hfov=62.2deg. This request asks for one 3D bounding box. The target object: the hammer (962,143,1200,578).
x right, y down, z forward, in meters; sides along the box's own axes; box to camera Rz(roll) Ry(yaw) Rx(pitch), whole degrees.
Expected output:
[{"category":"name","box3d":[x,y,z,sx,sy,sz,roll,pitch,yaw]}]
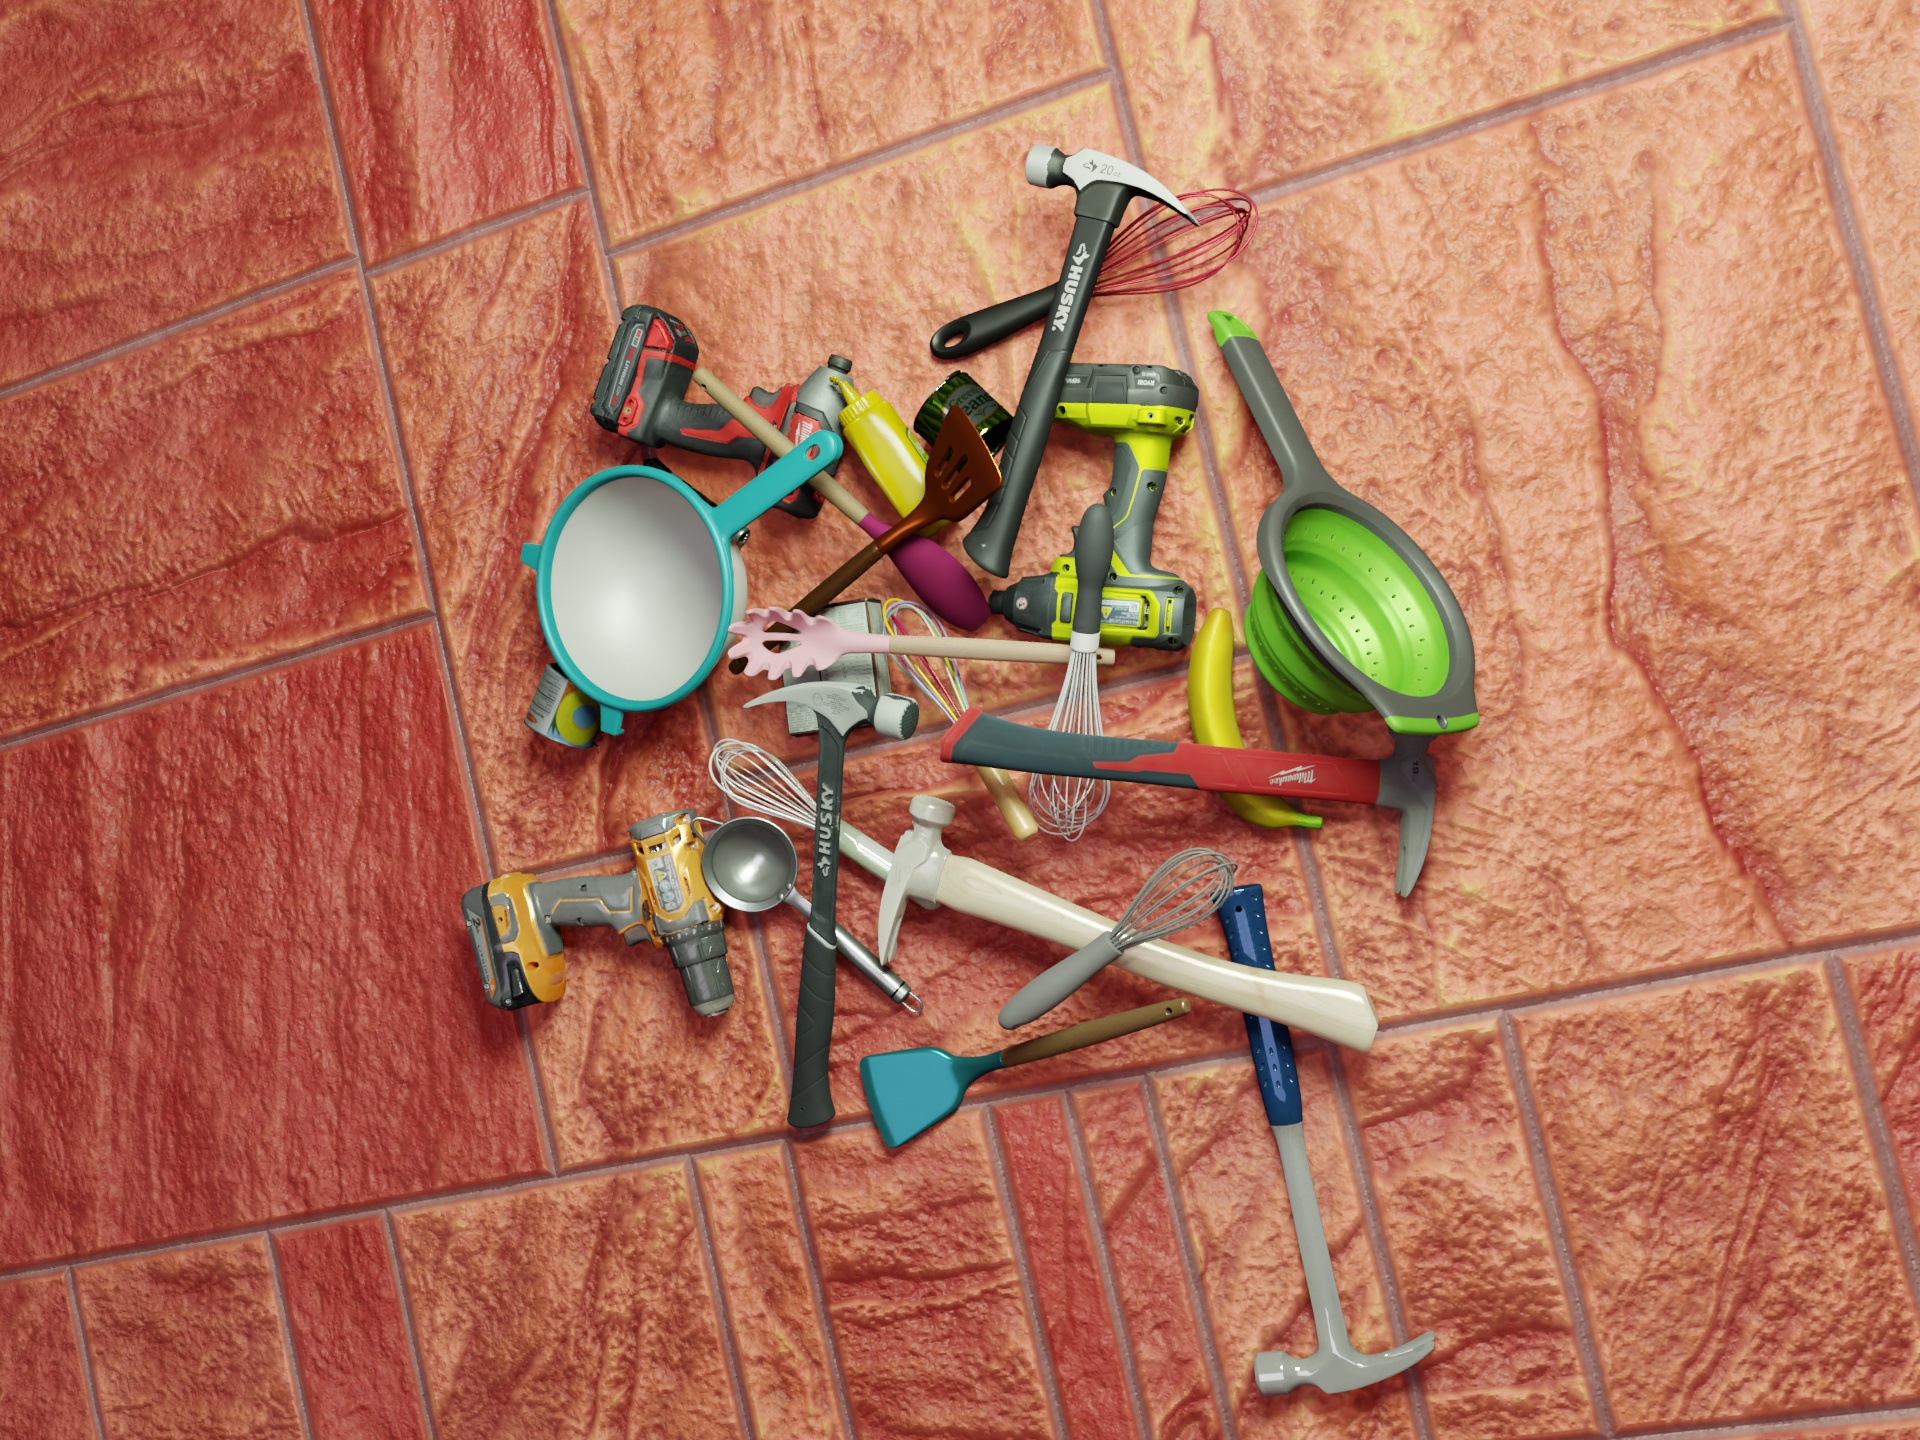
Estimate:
[{"category":"hammer","box3d":[0.075,-0.275,1.248,0.146,0.035,0.335,21,98,25]}]

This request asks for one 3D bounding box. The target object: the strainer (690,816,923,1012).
[{"category":"strainer","box3d":[-0.132,0.168,1.391,0.258,0.050,0.087,41,102,5]}]

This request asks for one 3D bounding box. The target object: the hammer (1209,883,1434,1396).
[{"category":"hammer","box3d":[0.270,0.333,1.276,0.144,0.035,0.405,-13,87,17]}]

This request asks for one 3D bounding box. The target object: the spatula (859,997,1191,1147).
[{"category":"spatula","box3d":[0.052,0.277,1.312,0.317,0.044,0.082,-25,79,34]}]

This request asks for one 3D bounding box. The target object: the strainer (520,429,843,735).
[{"category":"strainer","box3d":[-0.214,-0.146,1.369,0.340,0.095,0.211,-32,80,25]}]

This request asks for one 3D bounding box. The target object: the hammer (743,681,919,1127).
[{"category":"hammer","box3d":[-0.121,0.162,1.342,0.149,0.036,0.408,13,109,23]}]

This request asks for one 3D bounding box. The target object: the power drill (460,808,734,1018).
[{"category":"power drill","box3d":[-0.316,0.197,1.430,0.226,0.084,0.185,-18,86,11]}]

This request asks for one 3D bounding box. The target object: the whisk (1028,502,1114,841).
[{"category":"whisk","box3d":[0.097,-0.034,1.269,0.070,0.070,0.284,11,113,16]}]

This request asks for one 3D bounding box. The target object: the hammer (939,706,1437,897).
[{"category":"hammer","box3d":[0.176,0.051,1.241,0.386,0.038,0.143,5,92,-2]}]

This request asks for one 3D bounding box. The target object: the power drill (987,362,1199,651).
[{"category":"power drill","box3d":[0.110,-0.174,1.300,0.171,0.080,0.223,6,95,21]}]

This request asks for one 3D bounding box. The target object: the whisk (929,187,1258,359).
[{"category":"whisk","box3d":[0.105,-0.361,1.311,0.296,0.073,0.073,-18,85,23]}]

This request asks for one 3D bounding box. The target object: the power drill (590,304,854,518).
[{"category":"power drill","box3d":[-0.199,-0.278,1.392,0.220,0.078,0.143,24,98,12]}]

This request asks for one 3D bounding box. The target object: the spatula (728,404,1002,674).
[{"category":"spatula","box3d":[-0.088,-0.131,1.314,0.322,0.041,0.081,-37,72,26]}]

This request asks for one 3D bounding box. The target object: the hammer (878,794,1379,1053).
[{"category":"hammer","box3d":[0.129,0.191,1.283,0.411,0.038,0.146,18,98,17]}]

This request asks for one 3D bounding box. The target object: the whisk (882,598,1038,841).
[{"category":"whisk","box3d":[-0.004,-0.004,1.326,0.051,0.047,0.245,-33,69,9]}]

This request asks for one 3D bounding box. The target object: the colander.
[{"category":"colander","box3d":[0.258,-0.142,1.241,0.094,0.204,0.397,-43,59,44]}]

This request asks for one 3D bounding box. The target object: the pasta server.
[{"category":"pasta server","box3d":[-0.032,-0.059,1.306,0.316,0.040,0.060,4,103,5]}]

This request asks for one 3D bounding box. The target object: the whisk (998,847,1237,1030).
[{"category":"whisk","box3d":[0.119,0.175,1.244,0.239,0.055,0.055,-40,80,20]}]

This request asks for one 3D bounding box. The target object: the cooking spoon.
[{"category":"cooking spoon","box3d":[-0.101,-0.186,1.334,0.319,0.017,0.068,41,142,-2]}]

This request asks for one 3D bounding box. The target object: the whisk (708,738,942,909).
[{"category":"whisk","box3d":[-0.117,0.091,1.386,0.246,0.058,0.059,33,135,10]}]
